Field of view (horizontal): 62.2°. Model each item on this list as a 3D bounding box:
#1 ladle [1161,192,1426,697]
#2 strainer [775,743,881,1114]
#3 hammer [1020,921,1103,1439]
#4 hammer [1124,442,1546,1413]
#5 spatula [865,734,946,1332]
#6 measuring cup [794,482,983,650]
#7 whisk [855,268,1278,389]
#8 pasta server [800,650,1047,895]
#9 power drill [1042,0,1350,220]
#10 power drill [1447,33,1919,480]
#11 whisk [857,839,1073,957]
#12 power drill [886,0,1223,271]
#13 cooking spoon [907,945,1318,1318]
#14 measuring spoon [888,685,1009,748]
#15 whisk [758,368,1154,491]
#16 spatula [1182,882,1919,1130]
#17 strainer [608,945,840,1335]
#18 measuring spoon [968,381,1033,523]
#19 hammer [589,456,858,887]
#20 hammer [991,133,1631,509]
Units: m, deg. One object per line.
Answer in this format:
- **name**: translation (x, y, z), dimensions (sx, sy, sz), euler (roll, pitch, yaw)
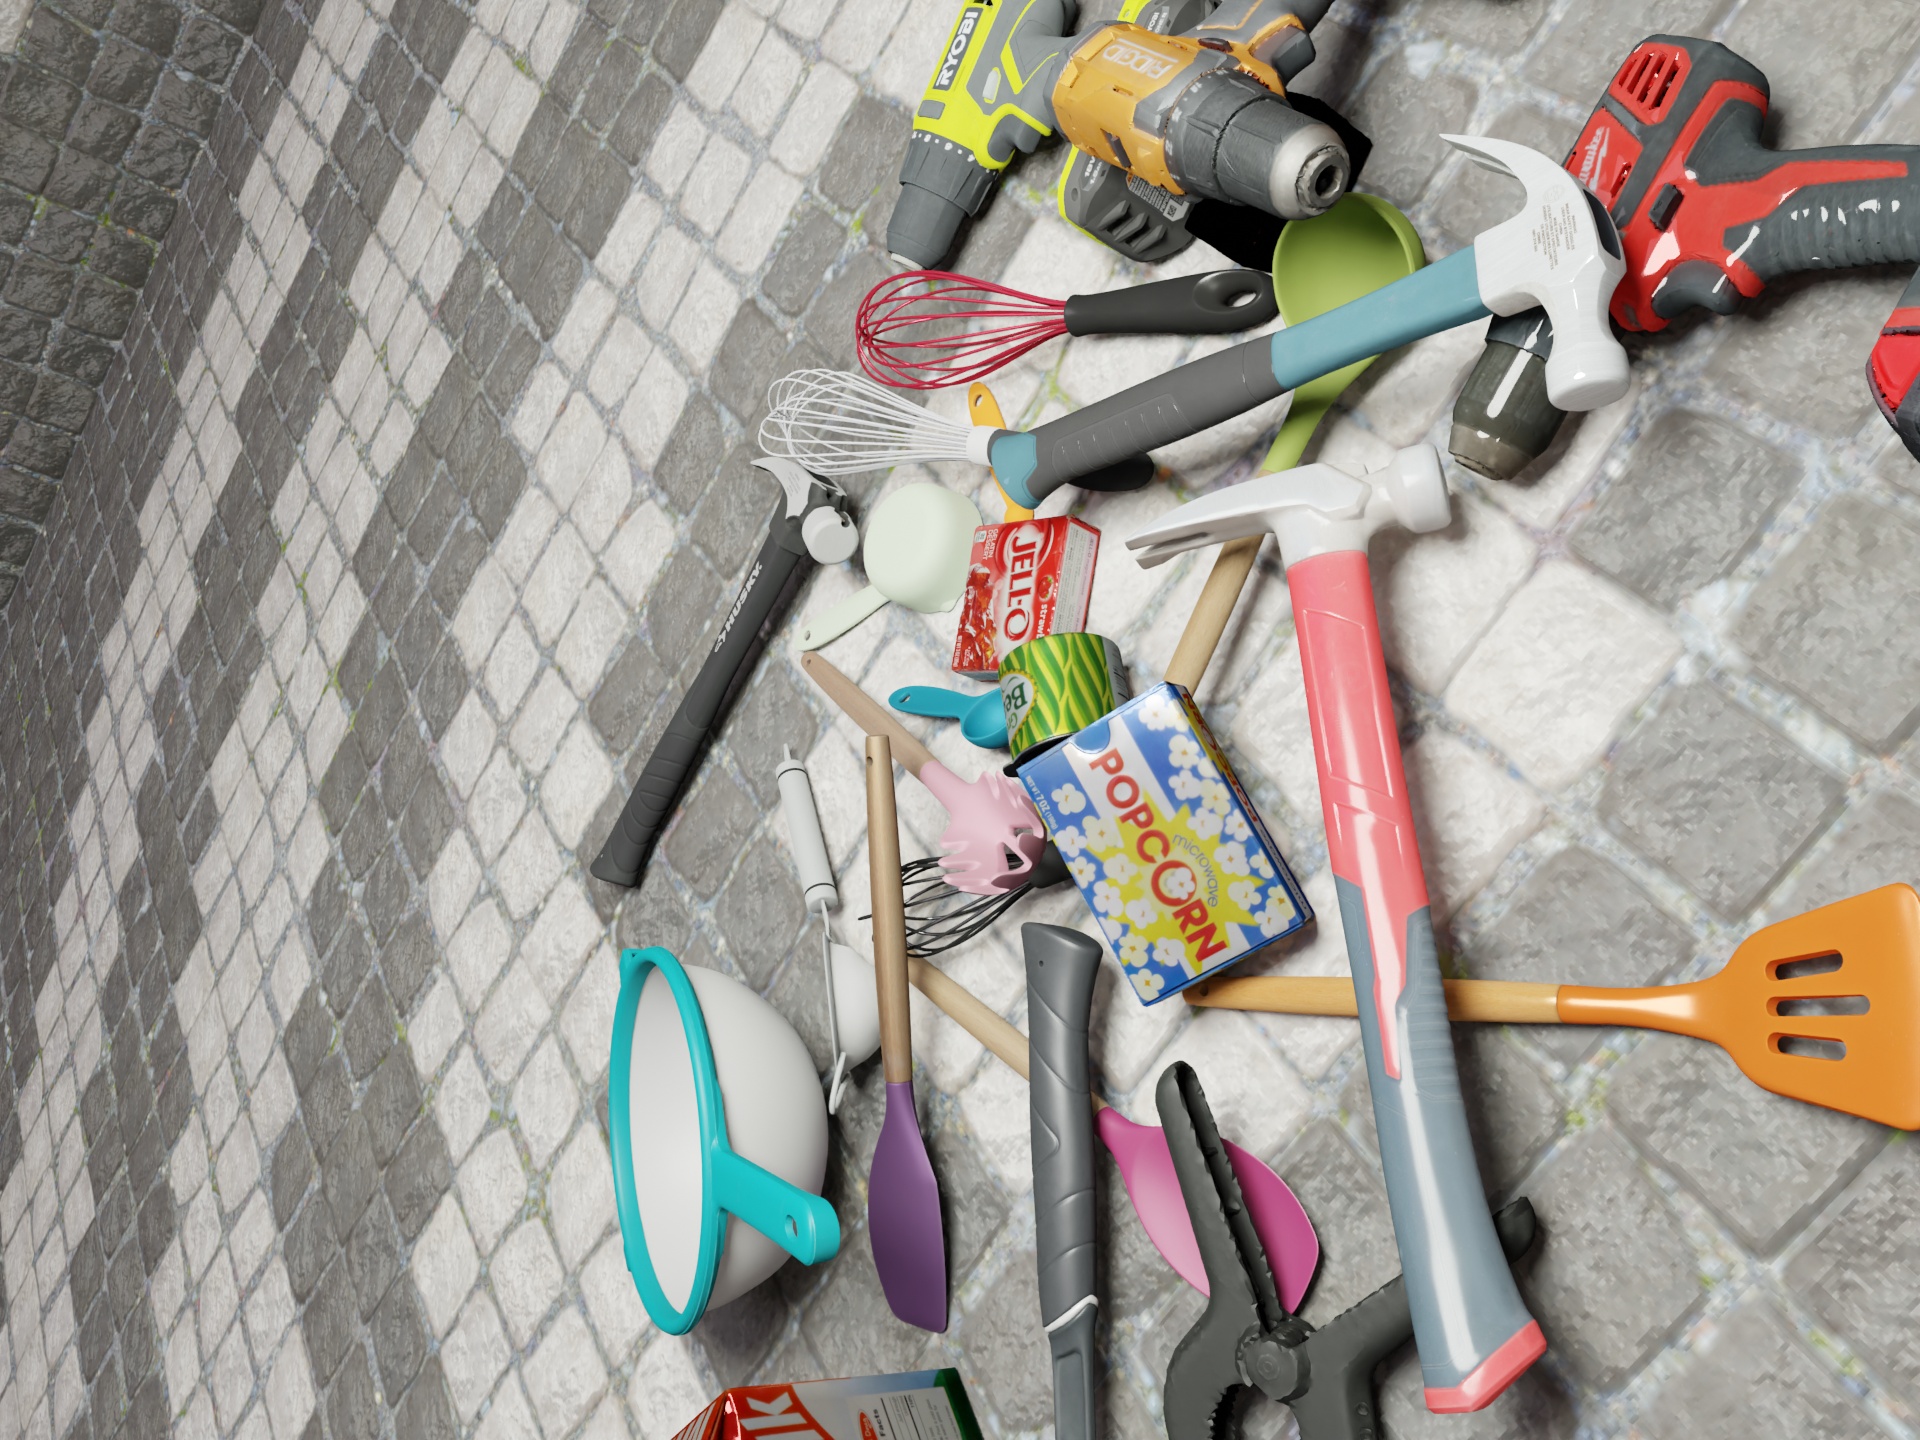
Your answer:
- **ladle**: translation (0.133, -0.096, 0.758), dimensions (0.078, 0.062, 0.320), euler (26, 93, 38)
- **strainer**: translation (-0.079, 0.111, 0.942), dimensions (0.086, 0.050, 0.259), euler (86, 168, -51)
- **hammer**: translation (0.049, 0.298, 0.740), dimensions (0.149, 0.036, 0.409), euler (-15, 70, 44)
- **hammer**: translation (0.156, 0.073, 0.649), dimensions (0.143, 0.038, 0.387), euler (-12, 66, 20)
- **spatula**: translation (-0.036, 0.165, 0.845), dimensions (0.060, 0.018, 0.316), euler (-2, 92, 46)
- **measuring cup**: translation (-0.058, -0.087, 0.981), dimensions (0.167, 0.038, 0.083), euler (-30, 58, 34)
- **whisk**: translation (0.050, -0.228, 0.906), dimensions (0.296, 0.073, 0.073), euler (6, 82, 40)
- **pasta server**: translation (-0.033, 0.016, 0.892), dimensions (0.060, 0.040, 0.316), euler (-58, 34, 5)
- **power drill**: translation (0.169, -0.325, 0.732), dimensions (0.226, 0.084, 0.186), euler (-41, 45, -2)
- **power drill**: translation (0.305, -0.155, 0.606), dimensions (0.227, 0.080, 0.188), euler (40, 106, 48)
- **whisk**: translation (0.039, 0.076, 0.829), dimensions (0.239, 0.055, 0.055), euler (-24, 61, 35)
- **power drill**: translation (0.050, -0.341, 0.925), dimensions (0.229, 0.080, 0.190), euler (34, 102, 48)
- **cooking spoon**: translation (0.054, 0.186, 0.797), dimensions (0.319, 0.017, 0.068), euler (31, 103, 46)
- **measuring spoon**: translation (-0.001, -0.003, 0.917), dimensions (0.042, 0.021, 0.129), euler (-49, 29, -19)
- **whisk**: translation (-0.009, -0.165, 0.929), dimensions (0.285, 0.070, 0.070), euler (15, 89, 36)
- **spatula**: translation (0.215, 0.111, 0.639), dimensions (0.323, 0.041, 0.081), euler (-8, 71, 45)
- **strainer**: translation (-0.103, 0.229, 0.850), dimensions (0.340, 0.095, 0.211), euler (-6, 85, 63)
- **measuring spoon**: translation (0.020, -0.158, 0.943), dimensions (0.021, 0.011, 0.117), euler (-38, 54, 32)
- **hammer**: translation (-0.170, -0.024, 1.069), dimensions (0.334, 0.035, 0.146), euler (-59, 32, 20)
- **hammer**: translation (0.136, -0.158, 0.724), dimensions (0.331, 0.033, 0.128), euler (-14, 70, 46)
